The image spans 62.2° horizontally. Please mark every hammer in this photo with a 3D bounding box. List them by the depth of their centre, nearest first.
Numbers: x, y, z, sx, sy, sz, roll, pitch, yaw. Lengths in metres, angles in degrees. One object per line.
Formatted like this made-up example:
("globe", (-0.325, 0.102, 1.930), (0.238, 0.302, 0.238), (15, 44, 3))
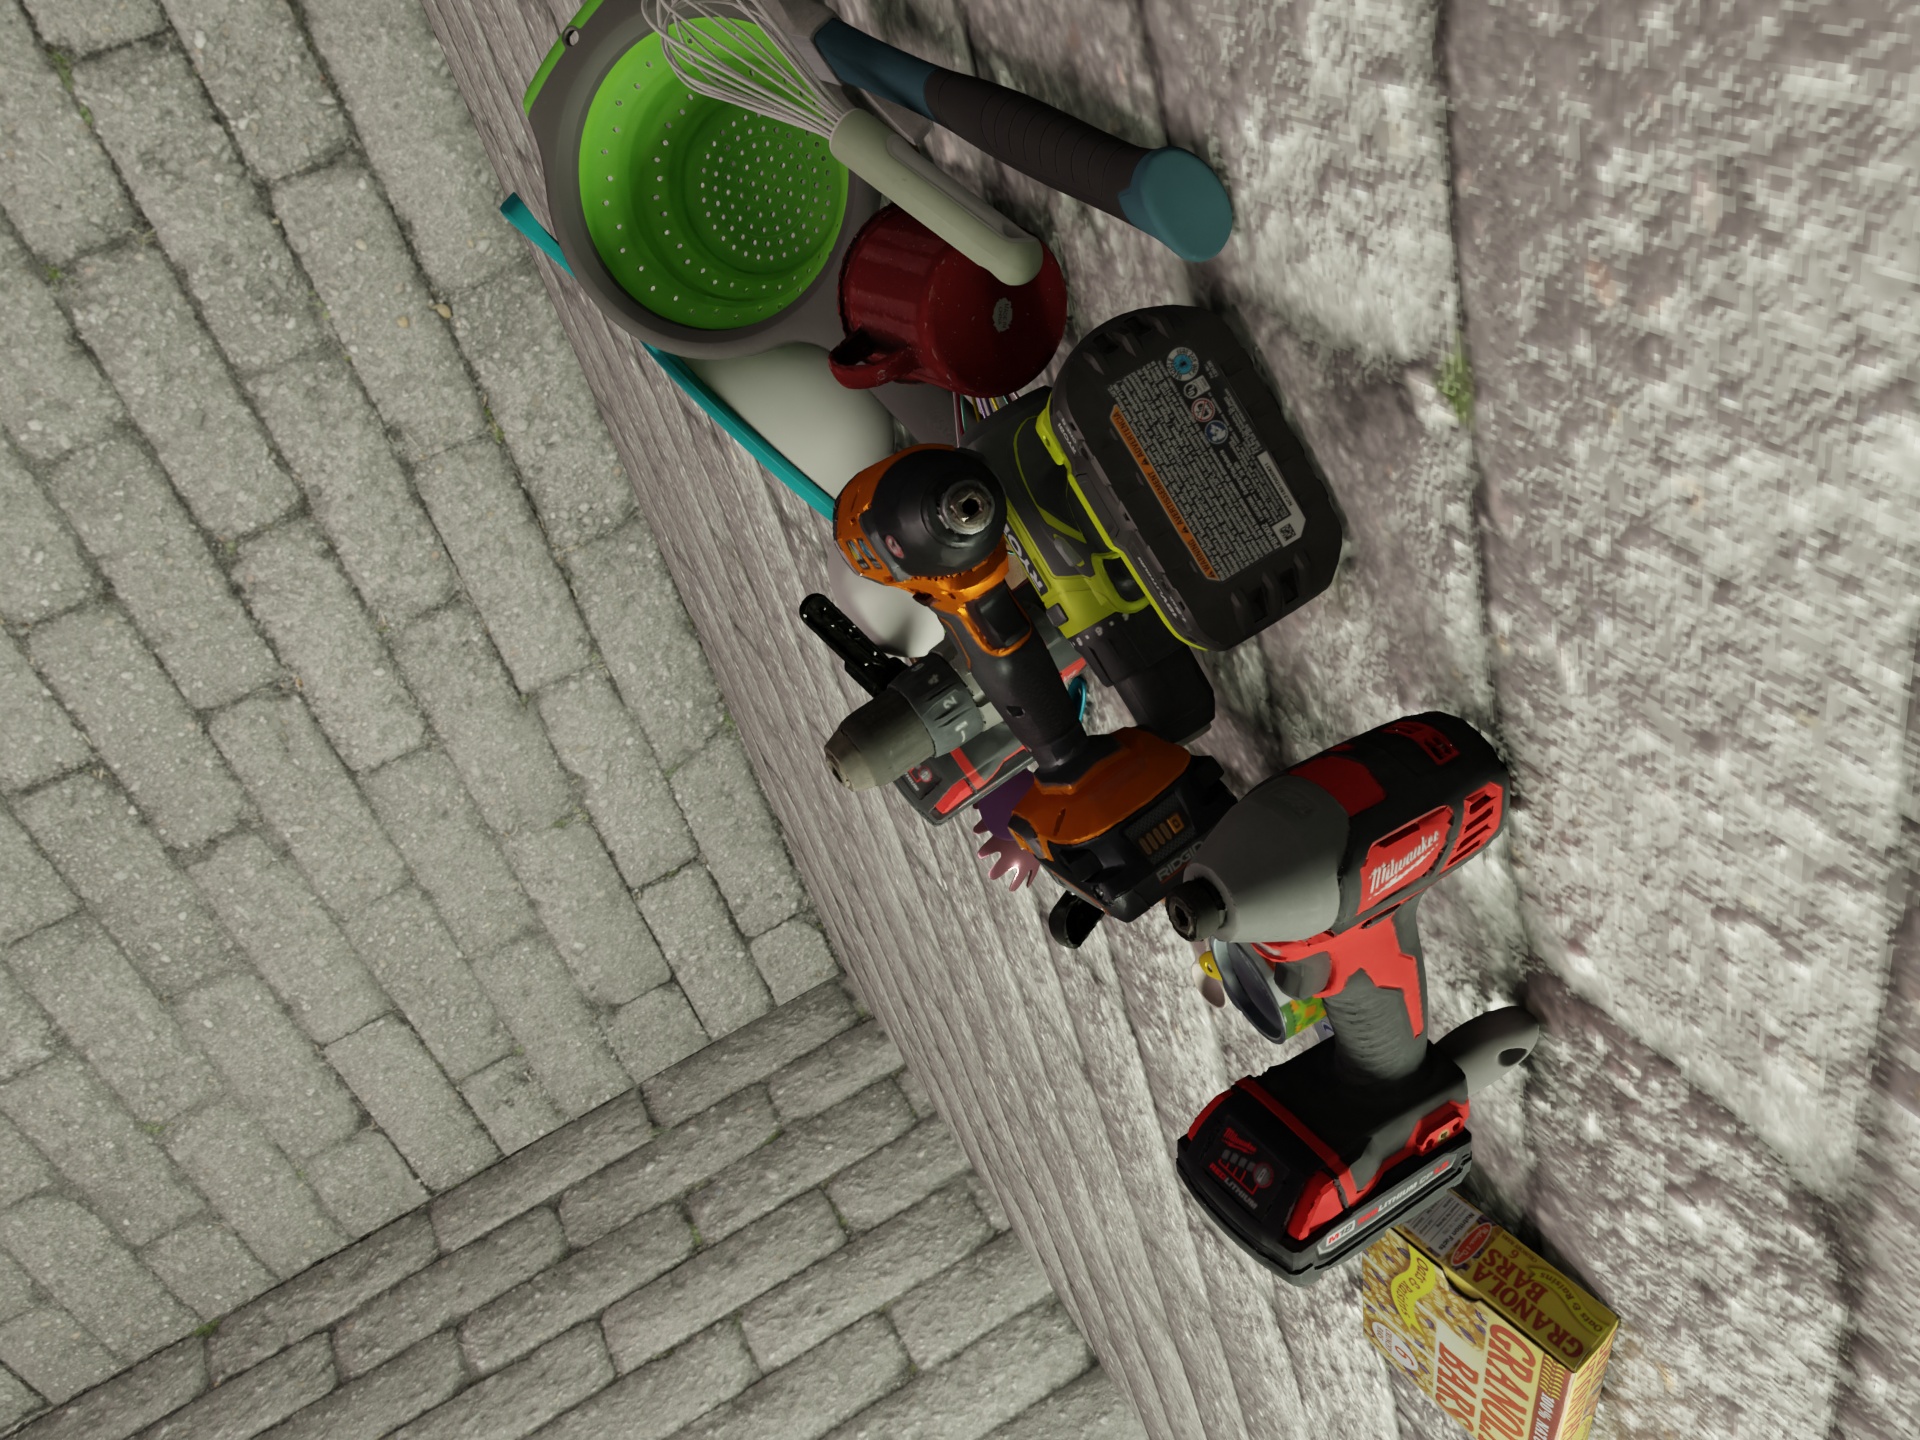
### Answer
("hammer", (0.000, -0.268, 0.692), (0.331, 0.033, 0.128), (44, 179, 43))

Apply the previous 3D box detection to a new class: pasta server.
("pasta server", (-0.012, -0.002, 1.349), (0.040, 0.060, 0.316), (-43, 67, 34))

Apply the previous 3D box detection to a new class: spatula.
("spatula", (0.082, 0.086, 1.161), (0.018, 0.060, 0.316), (22, -178, -27))

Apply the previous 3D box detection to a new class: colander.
("colander", (-0.077, -0.259, 0.938), (0.397, 0.204, 0.094), (47, -159, 1))

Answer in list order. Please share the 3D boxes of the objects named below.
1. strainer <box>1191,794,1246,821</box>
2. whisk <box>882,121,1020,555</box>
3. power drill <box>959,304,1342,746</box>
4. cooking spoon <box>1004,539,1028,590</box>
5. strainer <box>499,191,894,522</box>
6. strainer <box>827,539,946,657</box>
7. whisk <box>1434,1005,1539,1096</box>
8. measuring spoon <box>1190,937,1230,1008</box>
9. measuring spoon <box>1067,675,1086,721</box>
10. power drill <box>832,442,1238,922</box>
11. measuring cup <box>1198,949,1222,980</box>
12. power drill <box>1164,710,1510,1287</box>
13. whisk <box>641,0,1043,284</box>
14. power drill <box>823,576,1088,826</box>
("strainer", (0.135, 0.041, 0.844), (0.086, 0.050, 0.259), (21, -171, -21))
("whisk", (0.003, -0.201, 0.855), (0.051, 0.047, 0.245), (-10, 101, 53))
("power drill", (0.083, -0.078, 0.724), (0.190, 0.080, 0.228), (59, 170, -1))
("cooking spoon", (0.042, -0.055, 1.060), (0.069, 0.017, 0.318), (54, 166, 34))
("strainer", (-0.150, -0.258, 1.057), (0.340, 0.095, 0.211), (39, -172, -45))
("strainer", (-0.088, -0.152, 1.262), (0.256, 0.069, 0.151), (62, 168, -6))
("whisk", (0.207, 0.183, 0.763), (0.055, 0.055, 0.238), (58, 153, 19))
("measuring spoon", (0.156, 0.128, 1.011), (0.034, 0.018, 0.124), (24, 134, 56))
("measuring spoon", (0.079, 0.009, 1.067), (0.128, 0.021, 0.042), (98, 150, -54))
("power drill", (0.030, -0.023, 0.714), (0.226, 0.084, 0.164), (56, 171, -10))
("measuring cup", (0.167, 0.151, 0.936), (0.062, 0.029, 0.156), (63, 161, -1))
("power drill", (0.144, 0.112, 0.634), (0.079, 0.143, 0.219), (38, 142, 47))
("whisk", (-0.056, -0.272, 0.724), (0.246, 0.058, 0.059), (41, 131, 17))
("power drill", (-0.002, -0.003, 0.947), (0.080, 0.188, 0.226), (54, 166, 8))
